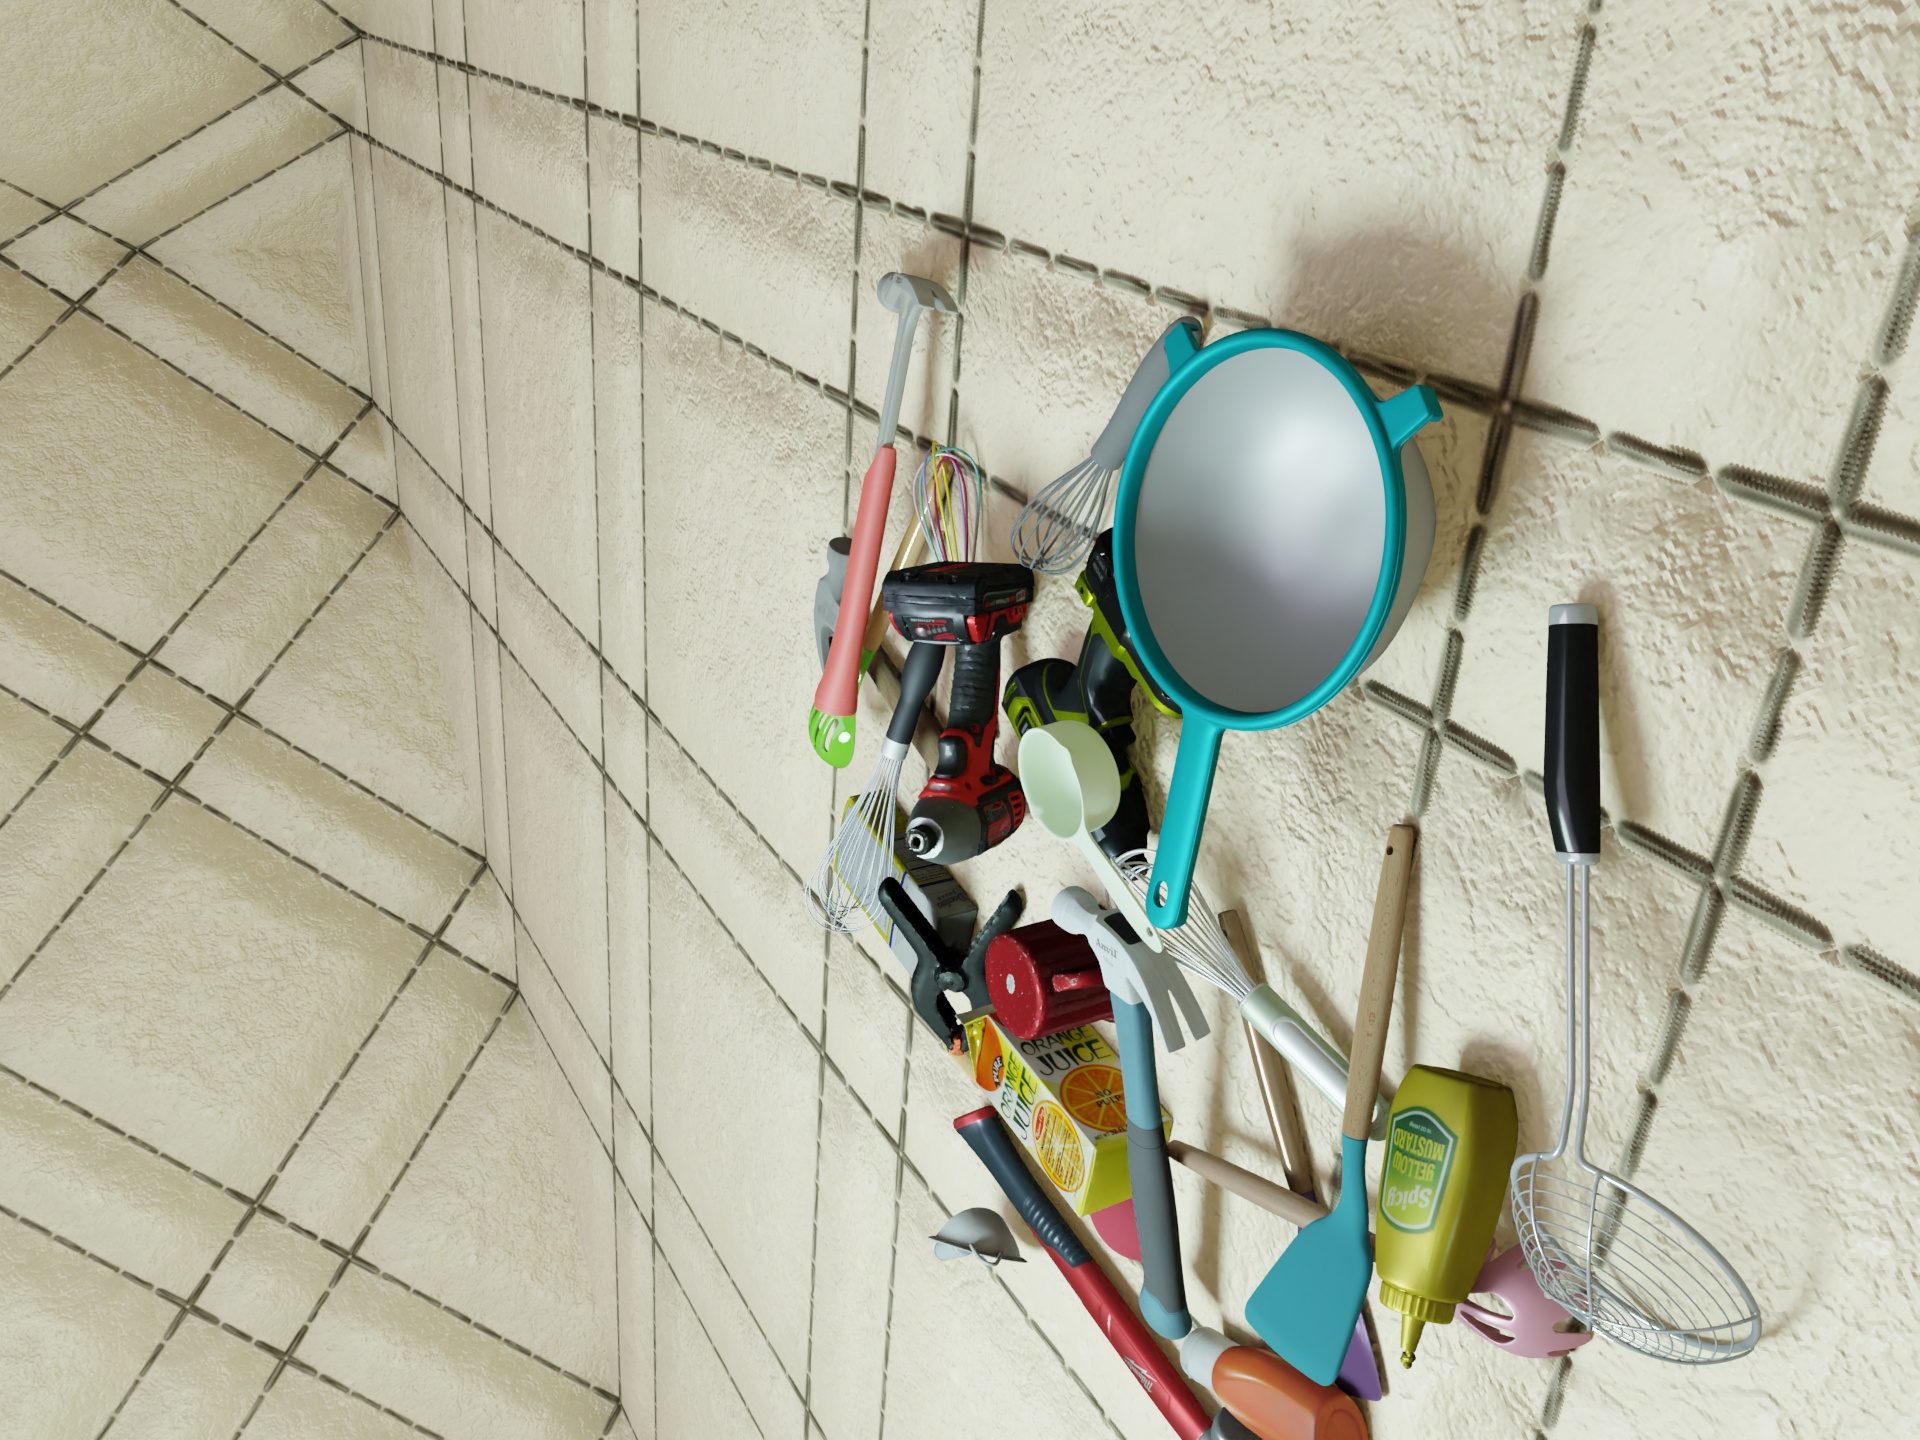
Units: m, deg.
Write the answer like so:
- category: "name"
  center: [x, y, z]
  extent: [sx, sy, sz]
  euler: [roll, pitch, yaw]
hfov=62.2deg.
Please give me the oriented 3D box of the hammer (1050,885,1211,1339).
- category: "hammer"
  center: [0.124, 0.277, 1.068]
  extent: [0.128, 0.033, 0.330]
  euler: [29, 133, 55]

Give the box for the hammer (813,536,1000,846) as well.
- category: "hammer"
  center: [-0.048, -0.012, 1.376]
  extent: [0.332, 0.031, 0.130]
  euler: [54, 142, 37]

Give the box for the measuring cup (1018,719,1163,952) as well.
- category: "measuring cup"
  center: [0.094, 0.072, 1.012]
  extent: [0.168, 0.038, 0.083]
  euler: [58, 151, 24]

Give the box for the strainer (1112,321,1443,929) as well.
- category: "strainer"
  center: [0.173, -0.041, 0.883]
  extent: [0.211, 0.095, 0.340]
  euler: [34, 120, 50]

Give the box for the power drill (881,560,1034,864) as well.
- category: "power drill"
  center: [-0.002, -0.004, 1.178]
  extent: [0.078, 0.143, 0.219]
  euler: [5, 102, 26]

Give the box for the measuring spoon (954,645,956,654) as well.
- category: "measuring spoon"
  center: [-0.005, -0.055, 1.298]
  extent: [0.034, 0.018, 0.124]
  euler: [-20, 82, 61]

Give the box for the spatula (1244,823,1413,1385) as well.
- category: "spatula"
  center: [0.223, 0.214, 0.910]
  extent: [0.082, 0.044, 0.317]
  euler: [22, 108, 62]

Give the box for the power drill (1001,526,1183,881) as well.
- category: "power drill"
  center: [0.110, -0.010, 1.055]
  extent: [0.171, 0.080, 0.223]
  euler: [64, 151, 26]

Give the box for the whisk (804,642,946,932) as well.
- category: "whisk"
  center: [-0.065, 0.051, 1.322]
  extent: [0.070, 0.070, 0.284]
  euler: [38, 115, 50]

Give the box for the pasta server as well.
- category: "pasta server"
  center: [0.234, 0.306, 0.962]
  extent: [0.316, 0.040, 0.060]
  euler: [9, 107, 58]

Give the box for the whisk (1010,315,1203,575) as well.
- category: "whisk"
  center: [0.096, -0.178, 1.056]
  extent: [0.238, 0.055, 0.055]
  euler: [-55, 52, 46]

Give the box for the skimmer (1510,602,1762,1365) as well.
- category: "skimmer"
  center: [0.320, 0.126, 0.770]
  extent: [0.127, 0.090, 0.363]
  euler: [176, 95, -64]

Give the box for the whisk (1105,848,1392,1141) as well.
- category: "whisk"
  center: [0.177, 0.167, 0.994]
  extent: [0.058, 0.059, 0.247]
  euler: [-49, 60, 6]

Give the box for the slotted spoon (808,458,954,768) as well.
- category: "slotted spoon"
  center: [-0.070, -0.085, 1.343]
  extent: [0.070, 0.031, 0.313]
  euler: [51, 129, 36]

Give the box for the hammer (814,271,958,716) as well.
- category: "hammer"
  center: [-0.067, -0.170, 1.265]
  extent: [0.149, 0.036, 0.359]
  euler: [-123, 42, -63]

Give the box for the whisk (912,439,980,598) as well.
- category: "whisk"
  center: [0.002, -0.099, 1.254]
  extent: [0.047, 0.051, 0.245]
  euler: [-159, 58, -66]

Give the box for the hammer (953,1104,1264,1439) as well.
- category: "hammer"
  center: [0.101, 0.457, 1.259]
  extent: [0.387, 0.038, 0.143]
  euler: [46, 138, 45]

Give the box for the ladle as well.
- category: "ladle"
  center: [0.064, 0.338, 1.299]
  extent: [0.316, 0.031, 0.069]
  euler: [34, 127, 54]

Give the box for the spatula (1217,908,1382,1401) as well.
- category: "spatula"
  center: [0.211, 0.277, 1.022]
  extent: [0.060, 0.018, 0.316]
  euler: [-23, 80, 60]

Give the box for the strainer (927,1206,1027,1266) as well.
- category: "strainer"
  center: [0.004, 0.459, 1.399]
  extent: [0.258, 0.087, 0.050]
  euler: [118, 166, -66]
